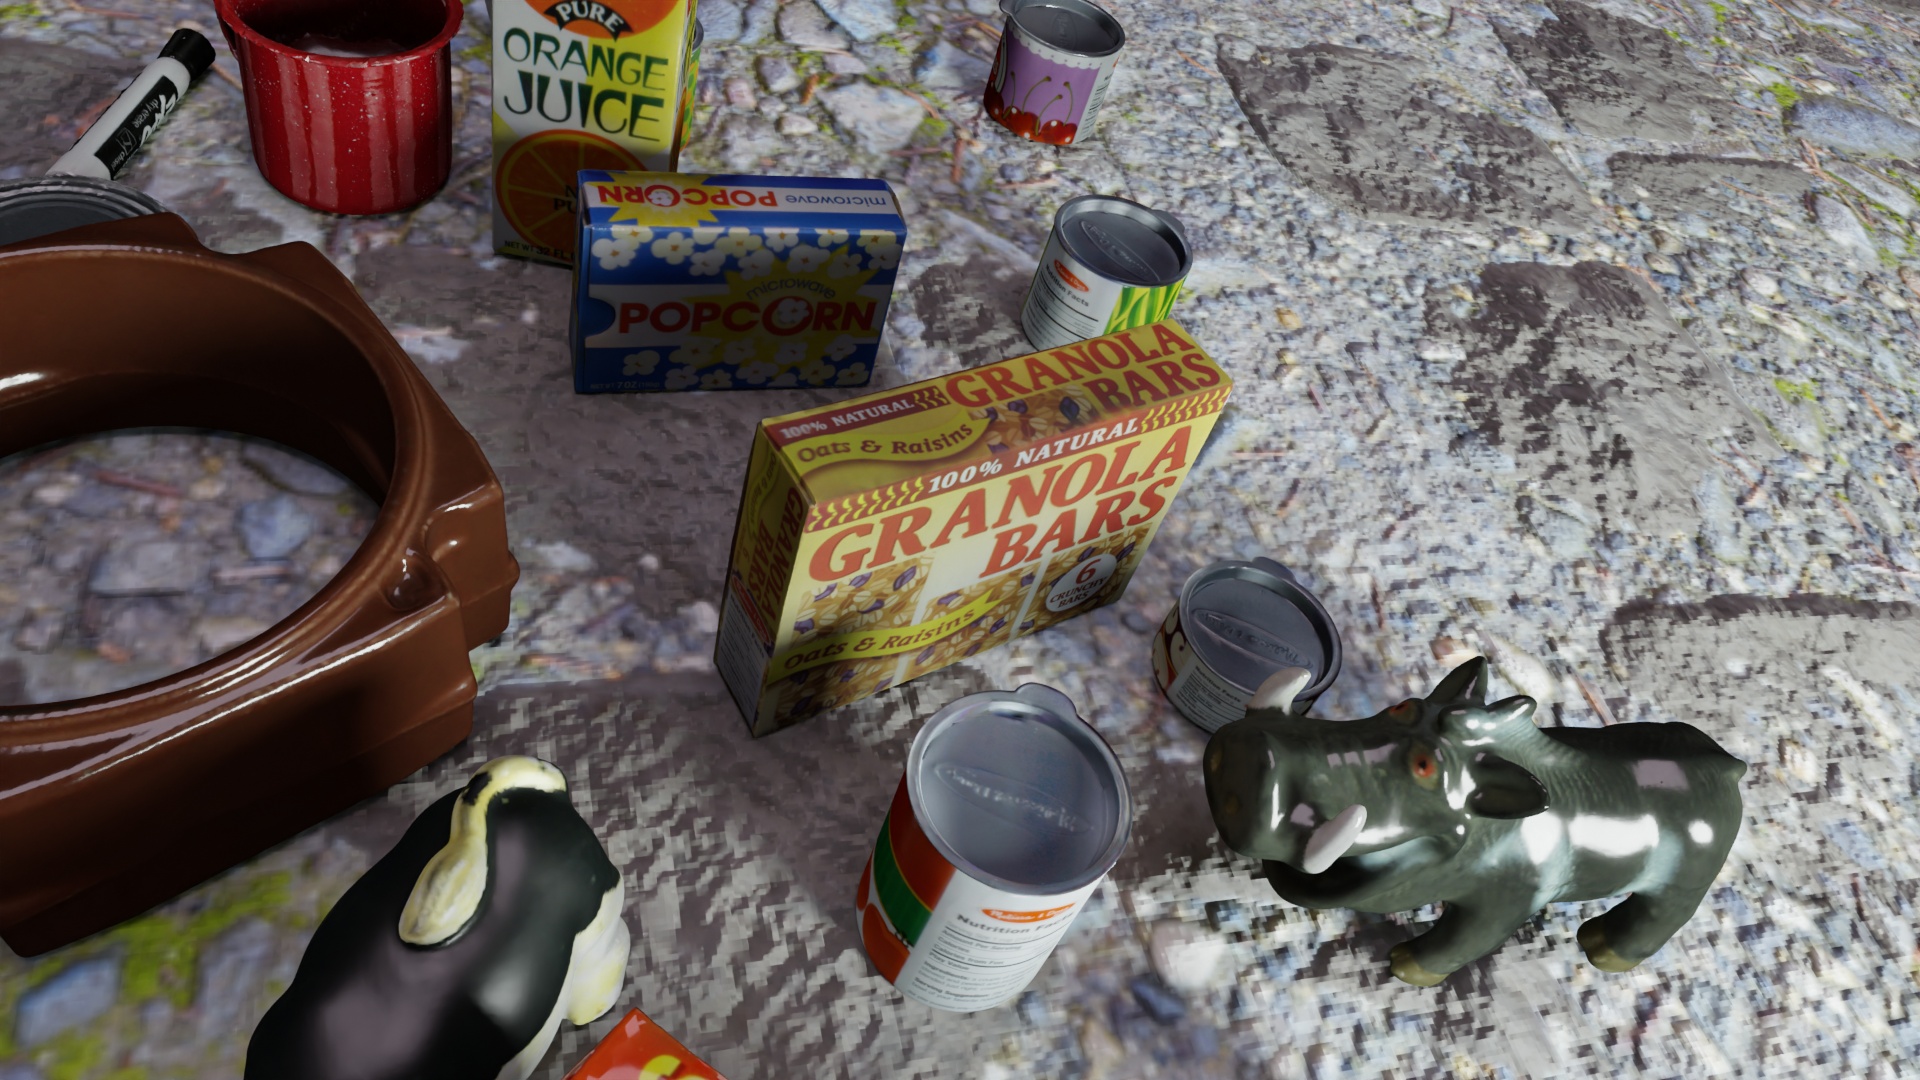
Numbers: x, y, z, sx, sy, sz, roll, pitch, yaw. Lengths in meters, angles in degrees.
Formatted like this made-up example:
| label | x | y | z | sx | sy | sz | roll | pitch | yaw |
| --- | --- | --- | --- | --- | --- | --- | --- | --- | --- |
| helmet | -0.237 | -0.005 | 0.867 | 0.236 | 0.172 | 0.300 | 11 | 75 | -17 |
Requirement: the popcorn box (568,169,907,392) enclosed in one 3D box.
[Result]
| label | x | y | z | sx | sy | sz | roll | pitch | yaw |
| --- | --- | --- | --- | --- | --- | --- | --- | --- | --- |
| popcorn box | -0.092 | -0.104 | 0.564 | 0.127 | 0.084 | 0.038 | -4 | 51 | -22 |

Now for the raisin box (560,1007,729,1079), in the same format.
| label | x | y | z | sx | sy | sz | roll | pitch | yaw |
| --- | --- | --- | --- | --- | --- | --- | --- | --- | --- |
| raisin box | -0.089 | 0.167 | 0.299 | 0.040 | 0.122 | 0.086 | 33 | 48 | 11 |

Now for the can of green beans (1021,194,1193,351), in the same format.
| label | x | y | z | sx | sy | sz | roll | pitch | yaw |
| --- | --- | --- | --- | --- | --- | --- | --- | --- | --- |
| can of green beans | 0.067 | -0.118 | 0.649 | 0.071 | 0.057 | 0.071 | 9 | 48 | -10 |

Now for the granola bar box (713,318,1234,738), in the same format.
| label | x | y | z | sx | sy | sz | roll | pitch | yaw |
| --- | --- | --- | --- | --- | --- | --- | --- | --- | --- |
| granola bar box | 0.002 | -0.006 | 0.482 | 0.166 | 0.123 | 0.039 | -18 | 58 | -31 |

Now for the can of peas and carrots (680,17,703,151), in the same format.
| label | x | y | z | sx | sy | sz | roll | pitch | yaw |
| --- | --- | --- | --- | --- | --- | --- | --- | --- | --- |
| can of peas and carrots | -0.160 | -0.221 | 0.663 | 0.071 | 0.058 | 0.071 | 9 | 48 | -10 |

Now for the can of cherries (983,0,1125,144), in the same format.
| label | x | y | z | sx | sy | sz | roll | pitch | yaw |
| --- | --- | --- | --- | --- | --- | --- | --- | --- | --- |
| can of cherries | 0.049 | -0.263 | 0.770 | 0.071 | 0.058 | 0.072 | 9 | 48 | -10 |

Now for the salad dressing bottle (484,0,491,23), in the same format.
| label | x | y | z | sx | sy | sz | roll | pitch | yaw |
| --- | --- | --- | --- | --- | --- | --- | --- | --- | --- |
| salad dressing bottle | -0.198 | -0.305 | 0.665 | 0.064 | 0.146 | 0.044 | 28 | 47 | 7 |

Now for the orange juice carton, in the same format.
| label | x | y | z | sx | sy | sz | roll | pitch | yaw |
| --- | --- | --- | --- | --- | --- | --- | --- | --- | --- |
| orange juice carton | -0.146 | -0.206 | 0.563 | 0.072 | 0.191 | 0.073 | 9 | 48 | -11 |

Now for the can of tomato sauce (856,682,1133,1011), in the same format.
| label | x | y | z | sx | sy | sz | roll | pitch | yaw |
| --- | --- | --- | --- | --- | --- | --- | --- | --- | --- |
| can of tomato sauce | 0.007 | 0.094 | 0.423 | 0.071 | 0.082 | 0.071 | 9 | 48 | -10 |

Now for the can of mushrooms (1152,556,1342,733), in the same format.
| label | x | y | z | sx | sy | sz | roll | pitch | yaw |
| --- | --- | --- | --- | --- | --- | --- | --- | --- | --- |
| can of mushrooms | 0.111 | 0.041 | 0.538 | 0.071 | 0.033 | 0.071 | 9 | 48 | -10 |
